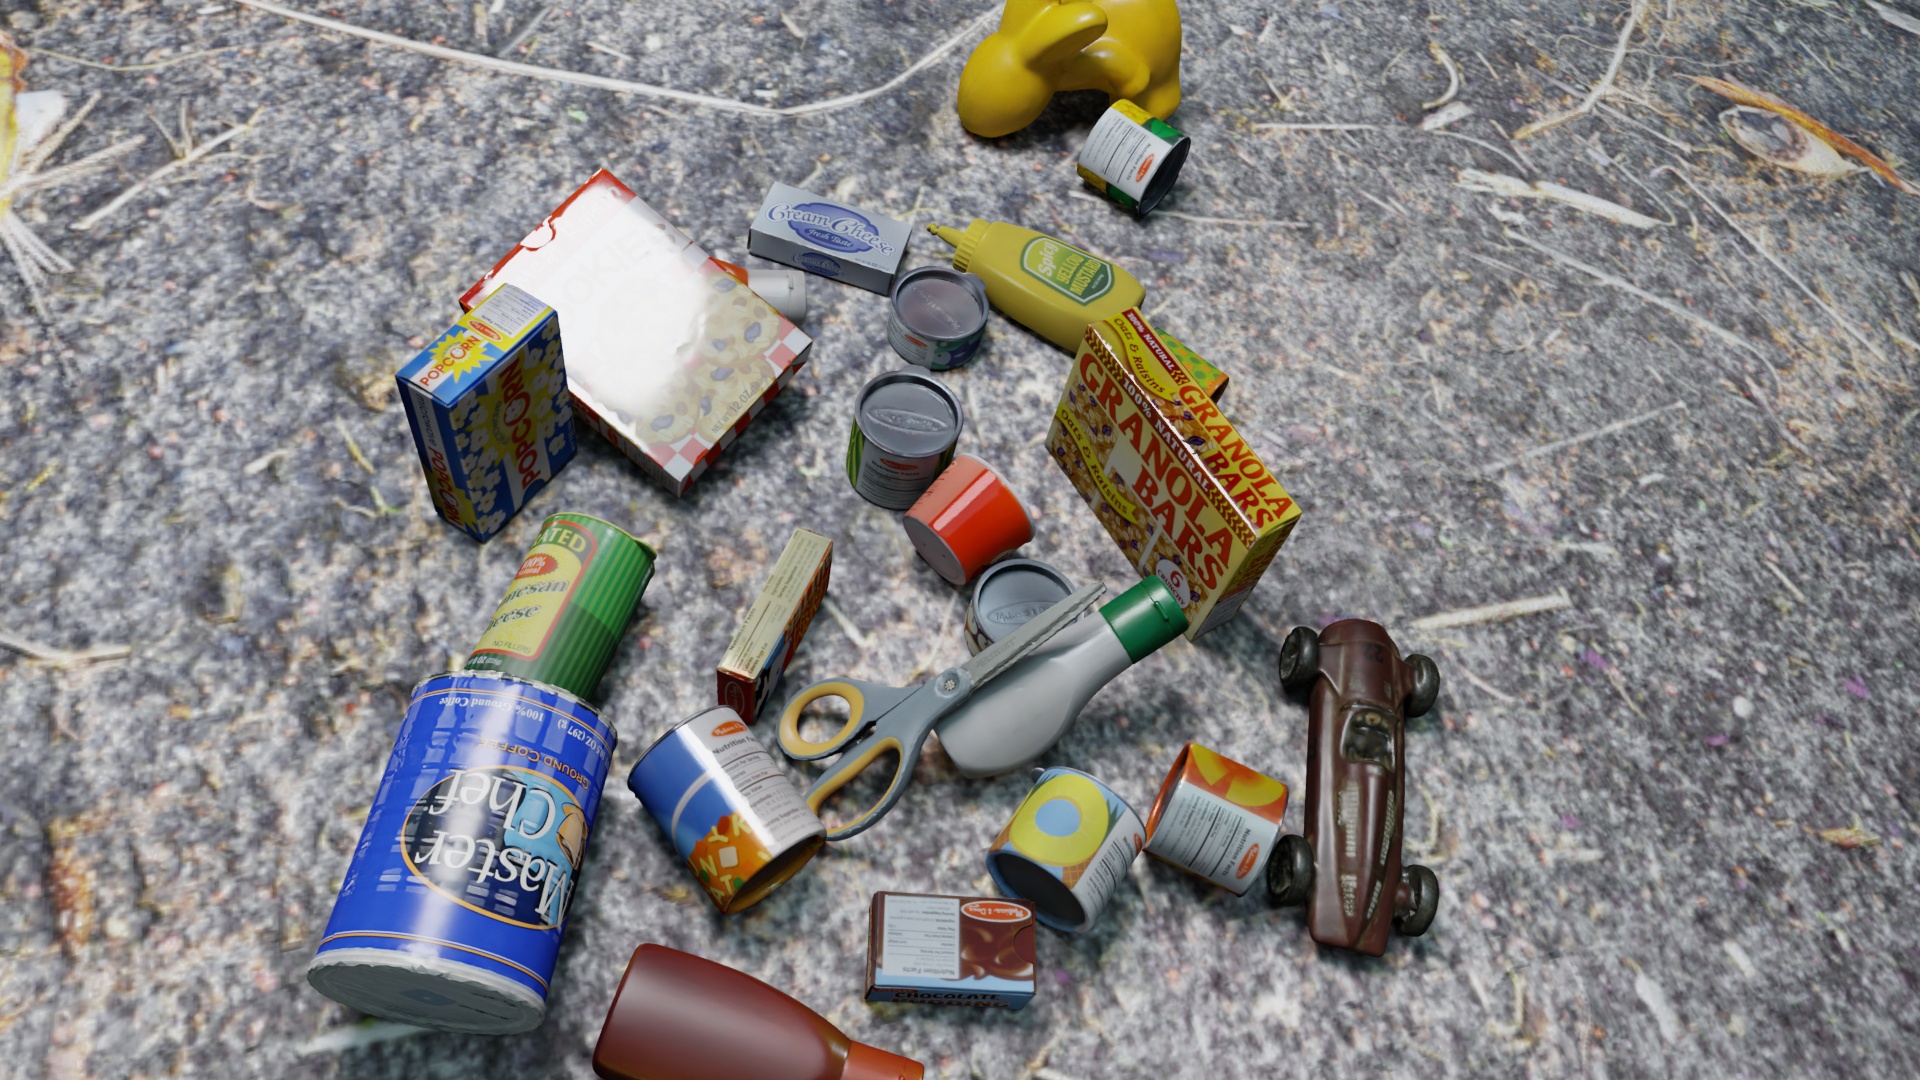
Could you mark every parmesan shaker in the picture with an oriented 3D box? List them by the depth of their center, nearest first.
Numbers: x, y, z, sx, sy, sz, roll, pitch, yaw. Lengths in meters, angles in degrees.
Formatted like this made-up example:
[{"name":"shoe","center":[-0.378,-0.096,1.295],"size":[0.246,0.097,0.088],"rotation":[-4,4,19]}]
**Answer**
[{"name":"parmesan shaker","center":[-0.212,0.045,0.741],"size":[0.071,0.071,0.103],"rotation":[18,55,0]}]

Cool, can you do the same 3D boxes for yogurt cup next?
[{"name":"yogurt cup","center":[0.003,-0.010,0.827],"size":[0.054,0.072,0.072],"rotation":[-41,73,-18]}]

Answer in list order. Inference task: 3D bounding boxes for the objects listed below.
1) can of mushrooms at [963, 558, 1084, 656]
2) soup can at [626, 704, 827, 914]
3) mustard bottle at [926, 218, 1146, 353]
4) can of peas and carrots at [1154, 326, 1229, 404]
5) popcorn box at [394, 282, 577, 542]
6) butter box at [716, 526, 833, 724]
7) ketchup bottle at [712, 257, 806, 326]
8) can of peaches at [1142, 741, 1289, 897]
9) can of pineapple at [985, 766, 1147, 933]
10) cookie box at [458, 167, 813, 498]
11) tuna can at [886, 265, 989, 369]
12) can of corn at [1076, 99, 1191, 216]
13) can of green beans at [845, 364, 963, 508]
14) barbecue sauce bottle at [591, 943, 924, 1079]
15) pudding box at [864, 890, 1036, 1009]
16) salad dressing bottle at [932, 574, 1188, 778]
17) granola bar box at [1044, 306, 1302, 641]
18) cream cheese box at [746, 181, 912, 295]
[{"name":"can of mushrooms","center":[0.037,0.049,0.814],"size":[0.071,0.033,0.071],"rotation":[6,56,-9]},{"name":"soup can","center":[-0.119,0.138,0.705],"size":[0.071,0.071,0.084],"rotation":[-32,69,-28]},{"name":"mustard bottle","center":[0.046,-0.183,0.958],"size":[0.160,0.048,0.065],"rotation":[27,54,6]},{"name":"can of peas and carrots","center":[0.135,-0.098,0.912],"size":[0.059,0.070,0.071],"rotation":[37,58,12]},{"name":"popcorn box","center":[-0.259,-0.070,0.772],"size":[0.038,0.126,0.085],"rotation":[29,56,11]},{"name":"butter box","center":[-0.102,0.047,0.774],"size":[0.024,0.052,0.104],"rotation":[21,55,6]},{"name":"ketchup bottle","center":[-0.176,-0.158,0.898],"size":[0.149,0.043,0.065],"rotation":[-1,64,-13]},{"name":"can of peaches","center":[0.137,0.149,0.752],"size":[0.058,0.071,0.071],"rotation":[24,56,5]},{"name":"can of pineapple","center":[0.053,0.161,0.725],"size":[0.071,0.070,0.058],"rotation":[34,57,11]},{"name":"cookie box","center":[-0.193,-0.127,0.839],"size":[0.167,0.040,0.123],"rotation":[40,71,-1]},{"name":"tuna can","center":[-0.014,-0.151,0.934],"size":[0.071,0.032,0.071],"rotation":[6,57,-9]},{"name":"can of corn","center":[0.129,-0.285,1.034],"size":[0.058,0.070,0.071],"rotation":[36,57,12]},{"name":"can of green beans","center":[-0.035,-0.061,0.856],"size":[0.071,0.057,0.071],"rotation":[5,57,-8]},{"name":"barbecue sauce bottle","center":[-0.092,0.242,0.654],"size":[0.148,0.043,0.065],"rotation":[18,56,-1]},{"name":"pudding box","center":[-0.005,0.208,0.703],"size":[0.084,0.030,0.050],"rotation":[5,55,-9]},{"name":"salad dressing bottle","center":[0.054,0.073,0.761],"size":[0.148,0.044,0.064],"rotation":[-32,88,-1]},{"name":"granola bar box","center":[0.123,-0.039,0.835],"size":[0.039,0.123,0.166],"rotation":[-24,65,-23]},{"name":"cream cheese box","center":[-0.090,-0.209,0.961],"size":[0.104,0.024,0.053],"rotation":[17,54,-1]}]
